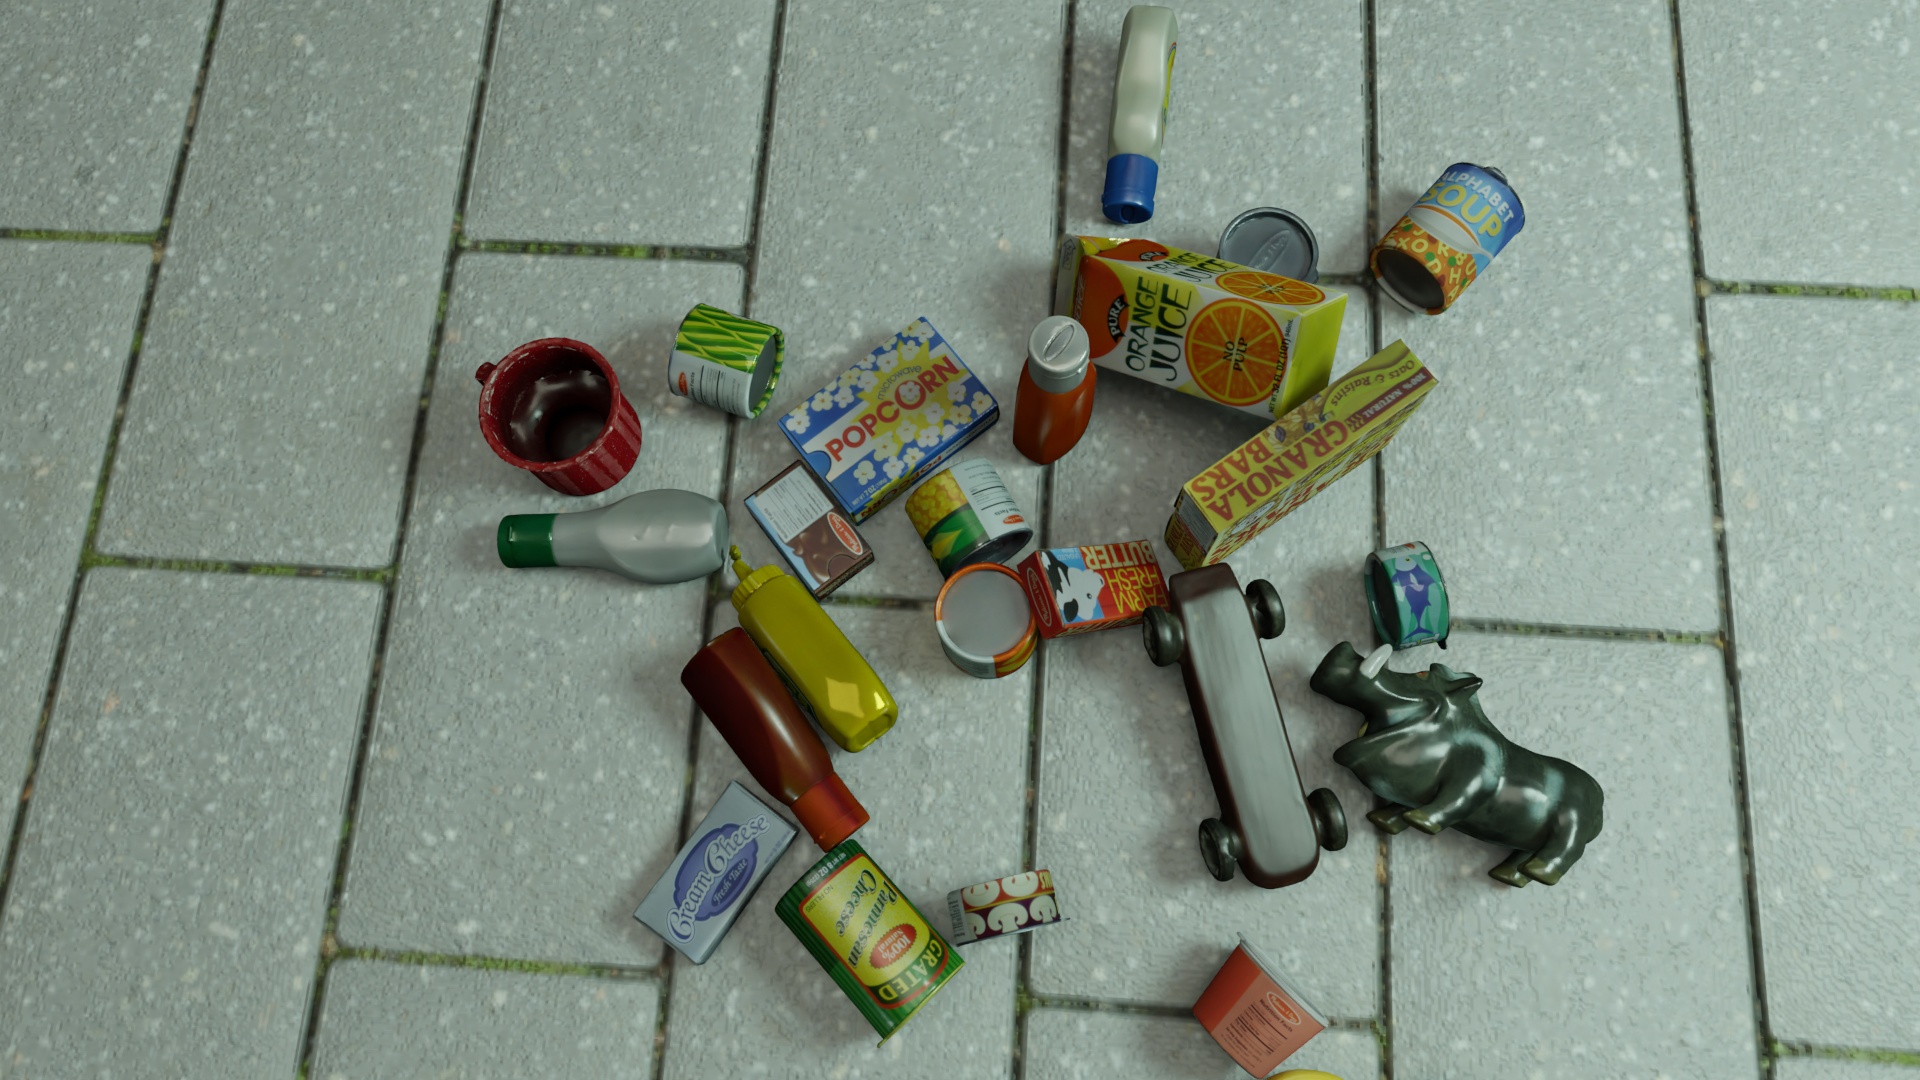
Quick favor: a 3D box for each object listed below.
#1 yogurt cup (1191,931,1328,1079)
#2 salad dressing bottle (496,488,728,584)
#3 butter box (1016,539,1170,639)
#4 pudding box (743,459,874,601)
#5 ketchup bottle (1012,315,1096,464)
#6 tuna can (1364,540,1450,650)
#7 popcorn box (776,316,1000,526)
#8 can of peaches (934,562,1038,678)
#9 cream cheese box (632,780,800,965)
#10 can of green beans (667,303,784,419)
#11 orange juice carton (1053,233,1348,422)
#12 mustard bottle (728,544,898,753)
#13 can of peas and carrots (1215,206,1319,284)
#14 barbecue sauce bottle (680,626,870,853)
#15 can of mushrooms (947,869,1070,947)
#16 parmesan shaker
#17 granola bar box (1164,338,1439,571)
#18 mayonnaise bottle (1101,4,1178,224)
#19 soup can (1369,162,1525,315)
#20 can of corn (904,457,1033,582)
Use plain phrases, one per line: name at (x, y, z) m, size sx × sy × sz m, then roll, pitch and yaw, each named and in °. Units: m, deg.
yogurt cup at (0.175, 0.278, 0.821) m, size 0.072 × 0.072 × 0.054 m, roll 44°, pitch 89°, yaw 13°
salad dressing bottle at (-0.233, -0.002, 0.932) m, size 0.148 × 0.044 × 0.064 m, roll -1°, pitch 75°, yaw 4°
butter box at (0.088, 0.030, 0.886) m, size 0.104 × 0.024 × 0.053 m, roll -5°, pitch 68°, yaw -39°
pudding box at (-0.102, -0.006, 0.932) m, size 0.050 × 0.030 × 0.084 m, roll -37°, pitch 76°, yaw -8°
ketchup bottle at (0.061, -0.098, 0.888) m, size 0.043 × 0.148 × 0.065 m, roll 36°, pitch 80°, yaw 10°
tuna can at (0.283, 0.038, 0.882) m, size 0.033 × 0.071 × 0.071 m, roll -12°, pitch 74°, yaw 1°
popcorn box at (-0.048, -0.082, 0.947) m, size 0.127 × 0.038 × 0.085 m, roll -37°, pitch 77°, yaw -8°
can of peaches at (0.018, 0.050, 0.896) m, size 0.071 × 0.058 × 0.071 m, roll -1°, pitch 75°, yaw 3°
cream cheese box at (-0.153, 0.210, 0.876) m, size 0.053 × 0.024 × 0.104 m, roll 34°, pitch 79°, yaw 12°
can of green beans at (-0.159, -0.122, 0.950) m, size 0.058 × 0.071 × 0.071 m, roll 18°, pitch 76°, yaw 7°
orange juice carton at (0.144, -0.145, 0.909) m, size 0.193 × 0.071 × 0.073 m, roll 23°, pitch 31°, yaw 29°
mustard bottle at (-0.105, 0.064, 0.898) m, size 0.049 × 0.065 × 0.160 m, roll -38°, pitch 70°, yaw -12°
can of peas and carrots at (0.209, -0.184, 0.952) m, size 0.071 × 0.058 × 0.071 m, roll -1°, pitch 75°, yaw 2°
barbecue sauce bottle at (-0.116, 0.129, 0.881) m, size 0.044 × 0.064 × 0.148 m, roll -32°, pitch 79°, yaw -40°
can of mushrooms at (0.029, 0.222, 0.842) m, size 0.071 × 0.071 × 0.033 m, roll -13°, pitch 73°, yaw -1°
parmesan shaker at (-0.057, 0.242, 0.840) m, size 0.071 × 0.071 × 0.103 m, roll -43°, pitch 77°, yaw -8°
granola bar box at (0.209, -0.049, 0.879) m, size 0.166 × 0.124 × 0.039 m, roll -34°, pitch 77°, yaw -7°
mayonnaise bottle at (0.127, -0.301, 0.990) m, size 0.041 × 0.064 × 0.148 m, roll 6°, pitch 79°, yaw 7°
soup can at (0.331, -0.206, 0.945) m, size 0.071 × 0.071 × 0.084 m, roll 42°, pitch 81°, yaw 13°
can of corn at (0.003, -0.011, 0.911) m, size 0.071 × 0.071 × 0.058 m, roll -29°, pitch 74°, yaw -5°
